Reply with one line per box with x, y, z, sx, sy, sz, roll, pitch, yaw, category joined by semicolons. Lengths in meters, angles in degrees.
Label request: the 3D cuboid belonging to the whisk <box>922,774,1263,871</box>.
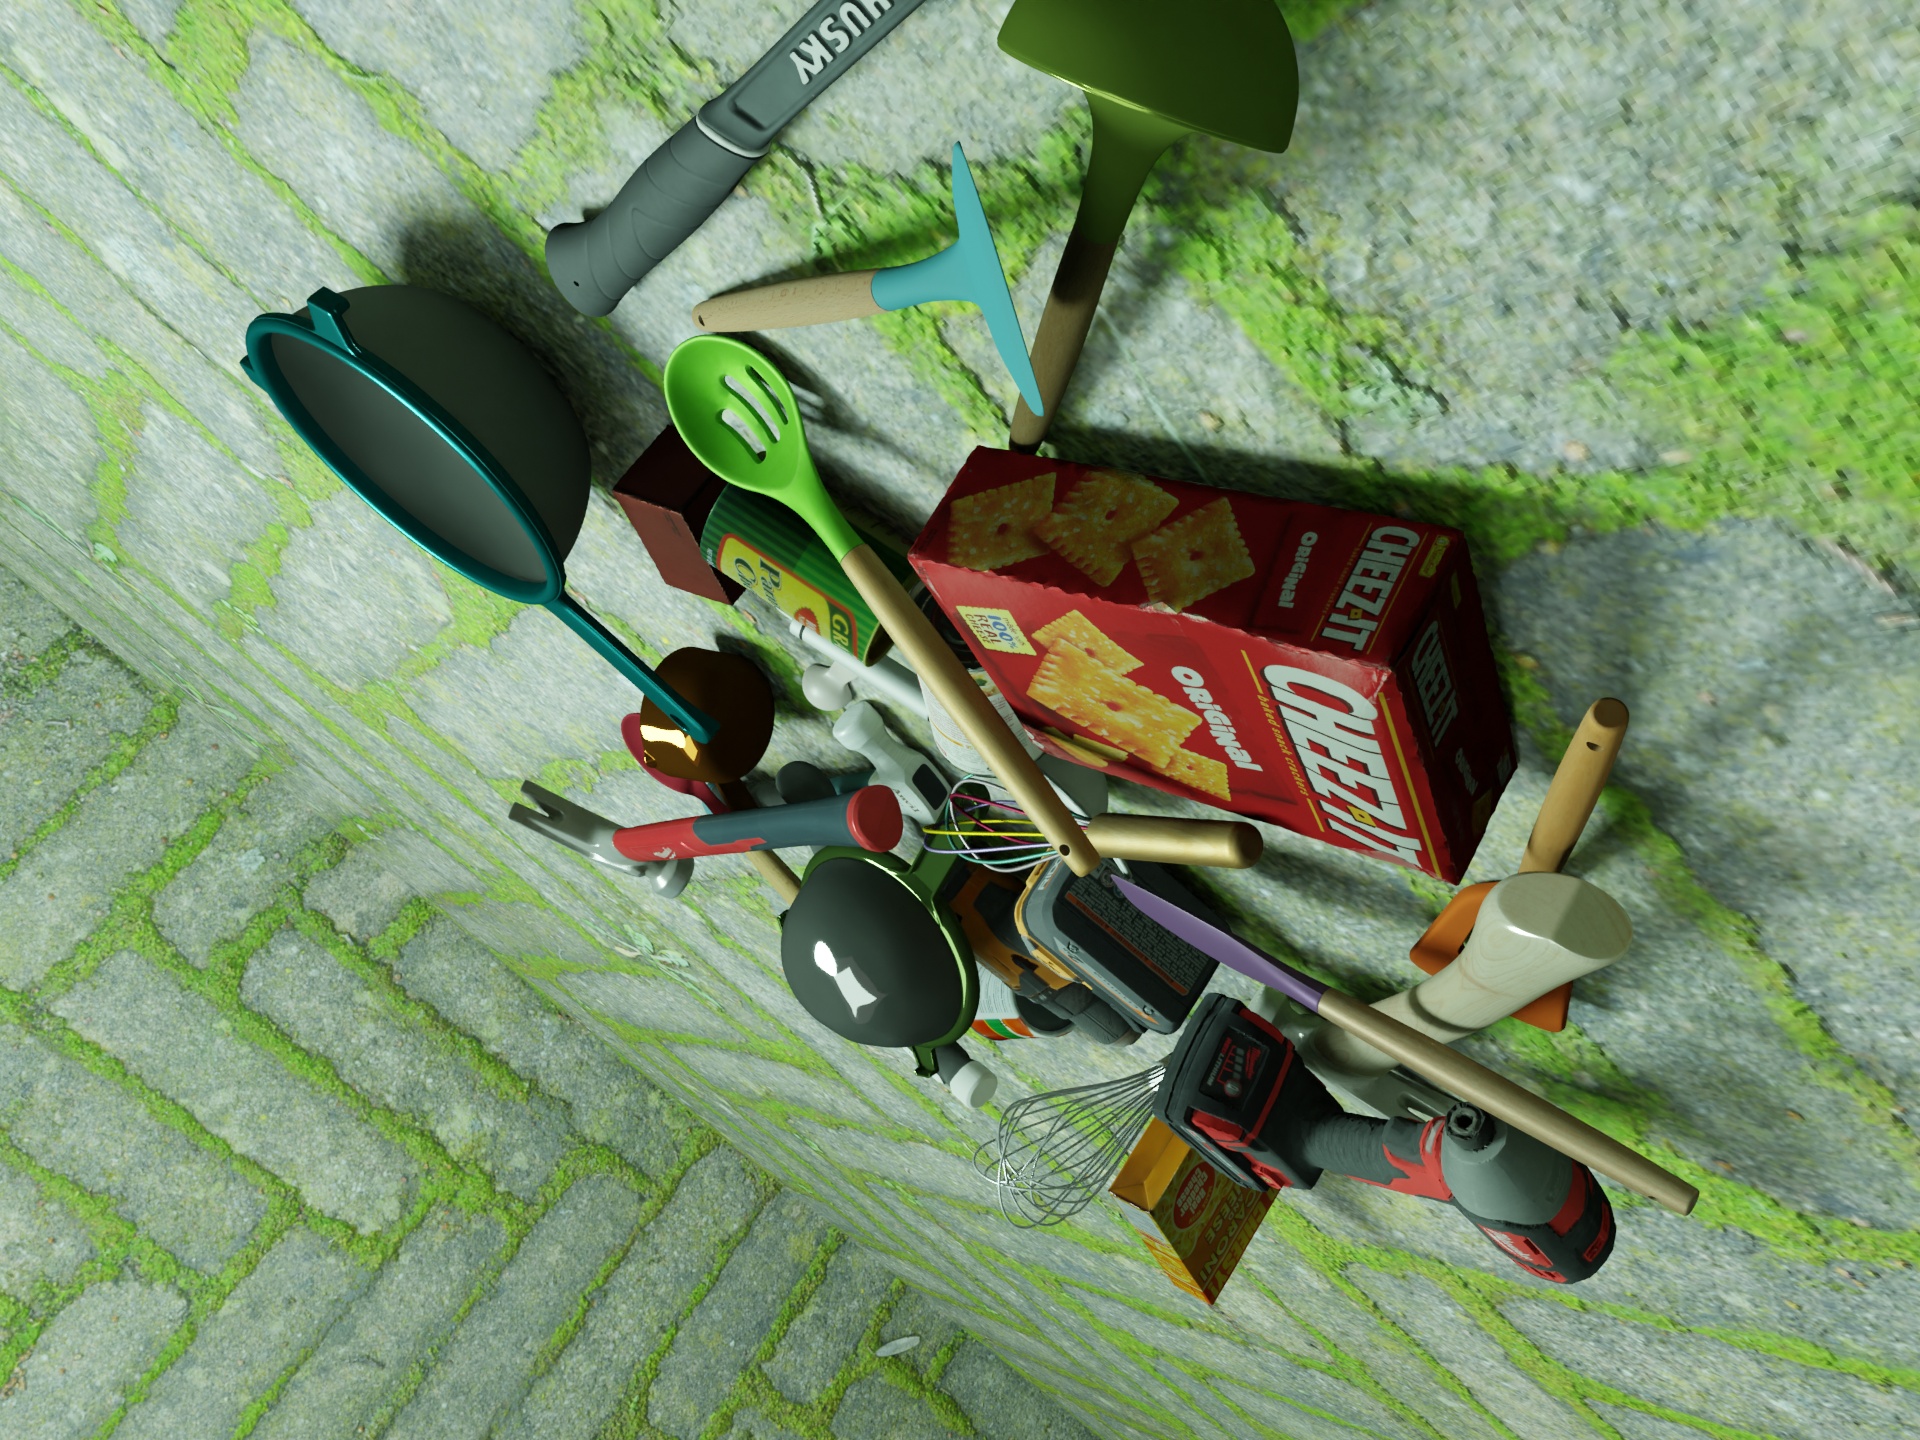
0.060;0.054;0.788;0.047;0.051;0.245;28;164;-31;whisk

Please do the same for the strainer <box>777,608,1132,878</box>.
-0.001;-0.003;0.881;0.258;0.050;0.086;33;170;14;strainer

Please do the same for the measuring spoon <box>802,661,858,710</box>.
-0.070;-0.029;0.956;0.034;0.018;0.124;39;155;-7;measuring spoon

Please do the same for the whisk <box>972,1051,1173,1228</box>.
0.105;0.217;0.929;0.070;0.284;0.070;8;104;36;whisk

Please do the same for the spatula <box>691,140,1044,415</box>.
-0.049;-0.159;0.601;0.318;0.044;0.082;17;131;58;spatula

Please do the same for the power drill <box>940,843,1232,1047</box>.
0.081;0.148;1.010;0.185;0.084;0.226;40;160;-12;power drill

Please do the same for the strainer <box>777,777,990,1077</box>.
-0.047;0.125;0.970;0.151;0.069;0.256;44;139;14;strainer

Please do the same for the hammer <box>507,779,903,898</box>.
-0.167;0.067;1.036;0.143;0.038;0.386;31;157;-27;hammer

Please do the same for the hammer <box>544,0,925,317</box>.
-0.071;-0.223;0.587;0.149;0.036;0.409;44;155;-21;hammer

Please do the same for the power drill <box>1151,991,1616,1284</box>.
0.219;0.219;0.839;0.220;0.078;0.143;8;151;46;power drill

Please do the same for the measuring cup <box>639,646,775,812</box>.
-0.148;0.027;1.064;0.052;0.095;0.173;7;139;32;measuring cup

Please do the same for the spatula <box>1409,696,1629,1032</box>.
0.238;0.065;0.658;0.081;0.041;0.322;26;166;21;spatula

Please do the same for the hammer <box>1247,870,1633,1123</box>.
0.243;0.150;0.789;0.146;0.038;0.410;30;163;9;hammer

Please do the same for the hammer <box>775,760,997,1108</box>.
-0.066;0.148;1.145;0.146;0.035;0.334;34;155;41;hammer

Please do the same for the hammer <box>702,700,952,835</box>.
-0.107;0.053;1.137;0.128;0.033;0.331;46;154;-20;hammer

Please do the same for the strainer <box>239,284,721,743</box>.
-0.240;-0.127;0.911;0.340;0.095;0.211;46;157;-26;strainer

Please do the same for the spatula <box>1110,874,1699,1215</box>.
0.198;0.148;0.767;0.316;0.018;0.059;26;164;40;spatula

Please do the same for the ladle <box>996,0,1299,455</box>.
0.037;-0.138;0.519;0.078;0.062;0.320;21;167;-1;ladle

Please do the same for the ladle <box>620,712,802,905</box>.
-0.154;0.089;1.159;0.316;0.031;0.069;42;146;33;ladle

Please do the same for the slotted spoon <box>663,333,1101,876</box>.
-0.035;-0.056;0.734;0.314;0.031;0.070;53;130;12;slotted spoon
